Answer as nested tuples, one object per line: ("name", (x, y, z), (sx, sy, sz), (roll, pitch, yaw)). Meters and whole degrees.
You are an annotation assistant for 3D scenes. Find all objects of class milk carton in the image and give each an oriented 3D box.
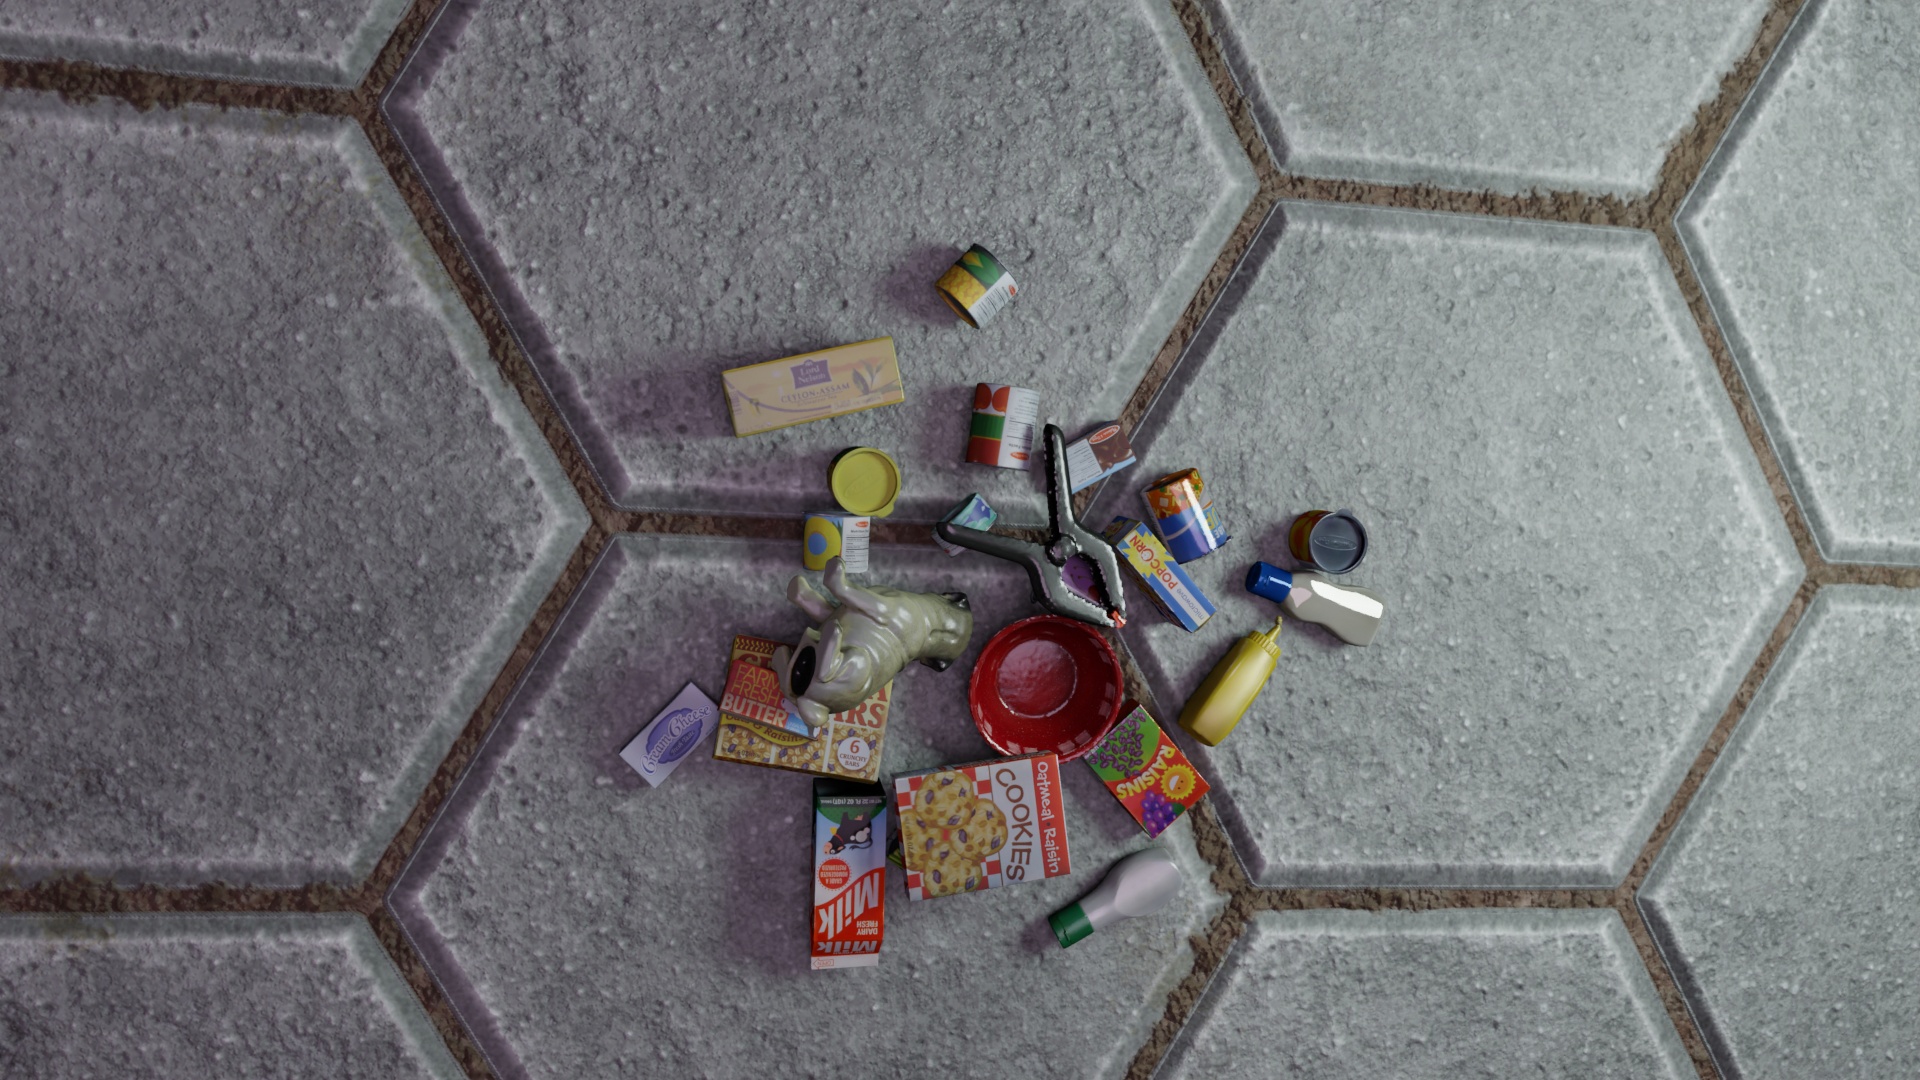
("milk carton", (-0.116, 0.344, 1.418), (0.072, 0.073, 0.190), (0, 94, -10))

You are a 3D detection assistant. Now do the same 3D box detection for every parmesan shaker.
("parmesan shaker", (-0.097, -0.057, 1.378), (0.071, 0.103, 0.071), (-1, 94, -9))

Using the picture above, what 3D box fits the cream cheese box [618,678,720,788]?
("cream cheese box", (-0.290, 0.195, 1.403), (0.053, 0.024, 0.104), (45, 86, -8))

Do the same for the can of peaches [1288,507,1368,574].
("can of peaches", (0.393, -0.001, 1.487), (0.071, 0.058, 0.071), (-1, 94, -9))

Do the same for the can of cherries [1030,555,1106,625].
("can of cherries", (0.115, 0.047, 1.441), (0.058, 0.071, 0.071), (29, 89, -11))

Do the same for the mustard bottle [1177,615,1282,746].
("mustard bottle", (0.298, 0.146, 1.480), (0.049, 0.065, 0.160), (40, 83, -6))

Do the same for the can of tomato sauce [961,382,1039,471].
("can of tomato sauce", (0.041, -0.116, 1.417), (0.071, 0.071, 0.083), (8, 93, -10))

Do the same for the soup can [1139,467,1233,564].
("soup can", (0.236, -0.027, 1.453), (0.071, 0.071, 0.083), (-26, 98, -7))

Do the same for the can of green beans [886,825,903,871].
("can of green beans", (-0.037, 0.316, 1.433), (0.058, 0.071, 0.071), (41, 87, -10))

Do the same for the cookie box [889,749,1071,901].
("cookie box", (0.021, 0.284, 1.392), (0.168, 0.040, 0.123), (-7, 90, -12))

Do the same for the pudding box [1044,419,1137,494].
("pudding box", (0.136, -0.086, 1.452), (0.084, 0.030, 0.049), (-28, 97, -7))

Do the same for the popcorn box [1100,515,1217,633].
("popcorn box", (0.203, 0.035, 1.444), (0.038, 0.085, 0.126), (-42, 100, -3))

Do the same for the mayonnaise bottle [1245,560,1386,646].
("mayonnaise bottle", (0.381, 0.063, 1.499), (0.148, 0.041, 0.064), (21, 89, -9))

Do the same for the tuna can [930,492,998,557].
("tuna can", (0.005, -0.018, 1.418), (0.071, 0.071, 0.033), (-43, 99, -4))

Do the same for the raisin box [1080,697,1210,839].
("raisin box", (0.194, 0.243, 1.481), (0.086, 0.040, 0.123), (-41, 98, -5))

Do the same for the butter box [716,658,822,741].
("butter box", (-0.181, 0.157, 1.359), (0.103, 0.024, 0.053), (19, 71, -8))

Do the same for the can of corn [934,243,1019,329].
("can of corn", (0.015, -0.257, 1.402), (0.071, 0.071, 0.058), (45, 87, -10))

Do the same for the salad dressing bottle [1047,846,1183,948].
("salad dressing bottle", (0.165, 0.383, 1.484), (0.148, 0.044, 0.064), (-29, 100, -5))

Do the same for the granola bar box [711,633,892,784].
("granola bar box", (-0.156, 0.170, 1.397), (0.166, 0.039, 0.124), (11, 72, -10))

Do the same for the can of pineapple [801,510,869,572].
("can of pineapple", (-0.126, 0.001, 1.397), (0.071, 0.071, 0.058), (2, 94, -10))
